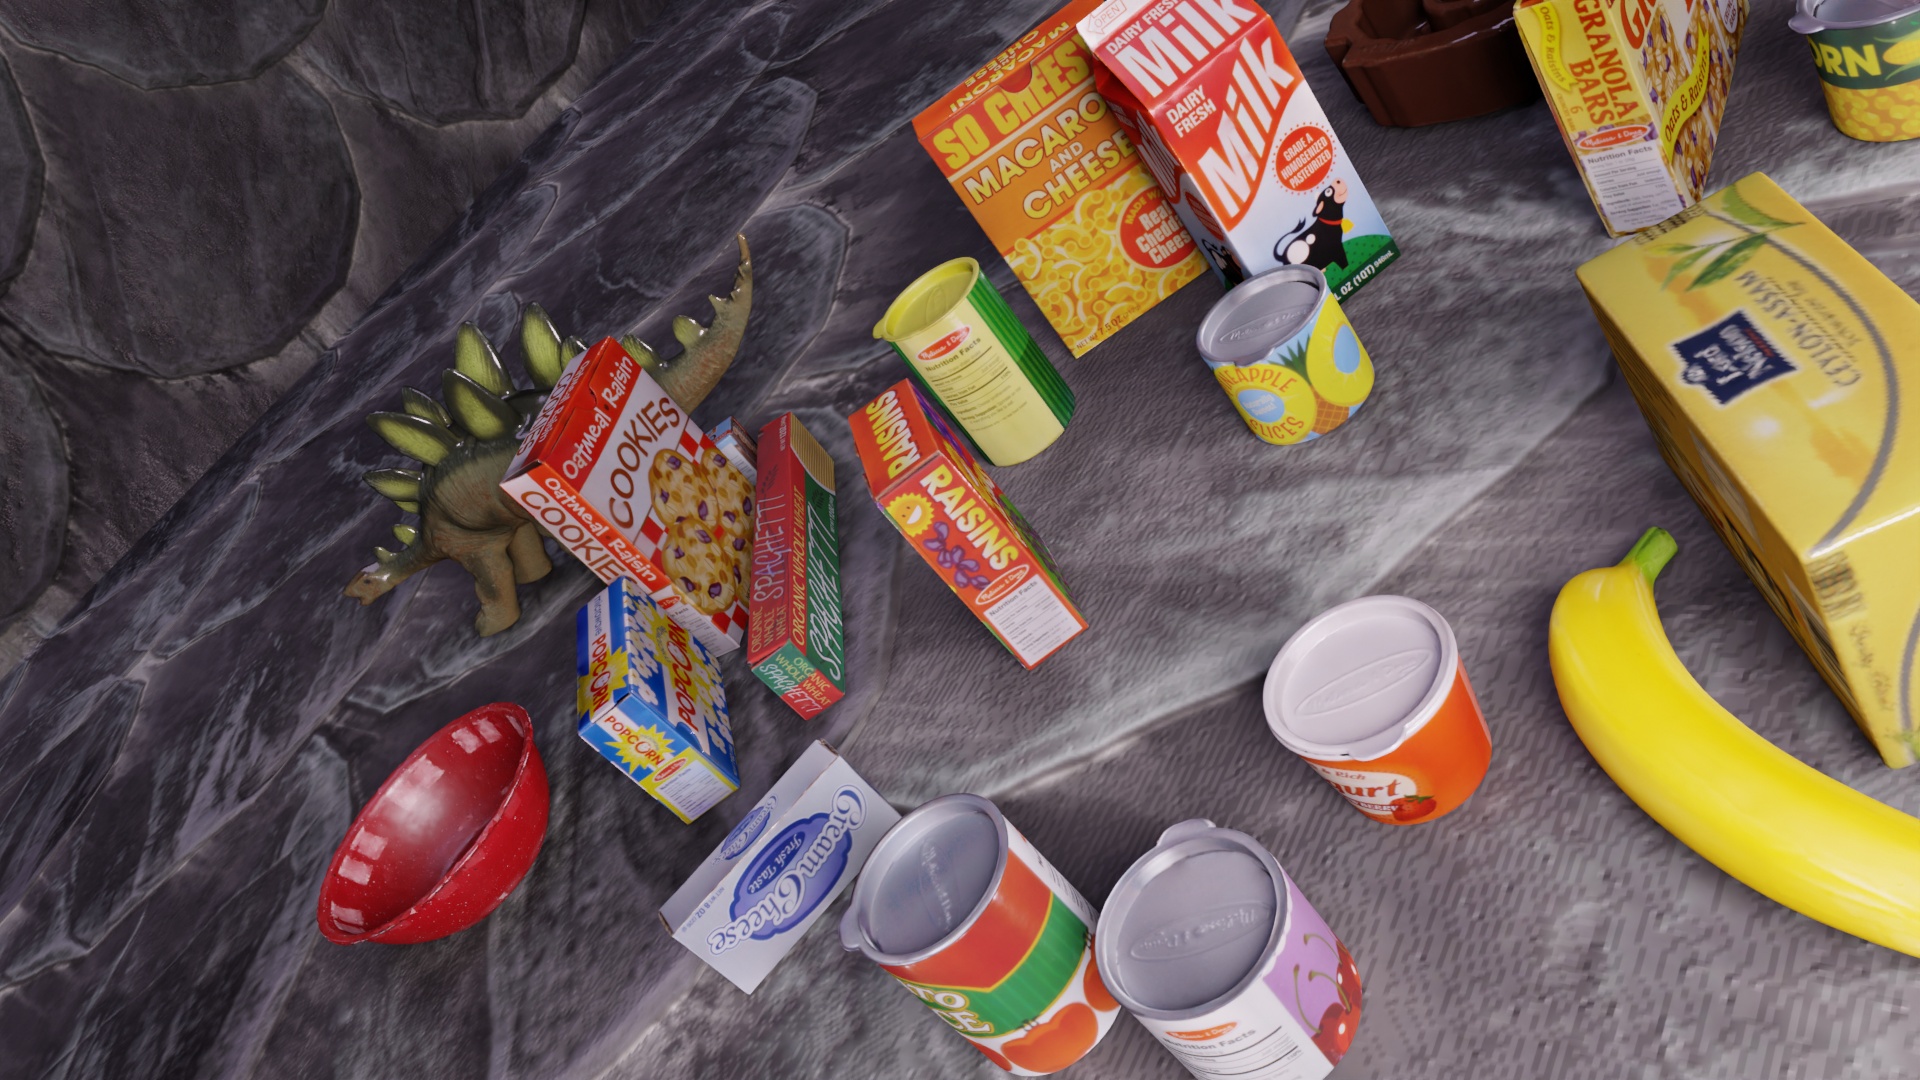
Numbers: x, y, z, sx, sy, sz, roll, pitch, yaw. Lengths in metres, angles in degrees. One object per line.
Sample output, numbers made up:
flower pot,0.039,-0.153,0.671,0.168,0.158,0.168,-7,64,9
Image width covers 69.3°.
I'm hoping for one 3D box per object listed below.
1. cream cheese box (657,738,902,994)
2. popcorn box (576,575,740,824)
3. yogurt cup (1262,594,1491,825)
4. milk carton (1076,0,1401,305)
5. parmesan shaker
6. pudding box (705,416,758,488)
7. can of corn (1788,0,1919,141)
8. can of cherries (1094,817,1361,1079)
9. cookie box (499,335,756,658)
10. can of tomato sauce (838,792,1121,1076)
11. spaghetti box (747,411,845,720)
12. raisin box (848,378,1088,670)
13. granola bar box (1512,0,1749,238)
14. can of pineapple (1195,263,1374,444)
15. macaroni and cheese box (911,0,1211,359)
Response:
cream cheese box,-0.078,0.144,0.616,0.104,0.053,0.024,-47,31,-12
popcorn box,-0.167,0.084,0.761,0.038,0.085,0.127,-37,30,6
yogurt cup,0.146,0.060,0.477,0.072,0.054,0.073,-28,33,20
milk carton,0.135,-0.200,0.693,0.072,0.190,0.074,-39,30,4
parmesan shaker,0.009,-0.098,0.786,0.071,0.103,0.072,-28,32,20
pudding box,-0.178,-0.042,0.971,0.083,0.049,0.030,-34,31,11
can of corn,0.378,-0.202,0.559,0.071,0.058,0.071,-28,33,20
can of cherries,0.086,0.133,0.444,0.071,0.058,0.072,-28,33,20
cookie box,-0.186,-0.024,0.841,0.040,0.167,0.123,-24,34,27
can of tomato sauce,0.010,0.142,0.493,0.071,0.083,0.071,-28,32,20
spaghetti box,-0.097,0.006,0.819,0.028,0.050,0.251,-32,31,14
raisin box,0.002,-0.008,0.656,0.040,0.123,0.086,-36,31,8
granola bar box,0.304,-0.237,0.621,0.039,0.124,0.166,-5,45,45
can of pineapple,0.153,-0.086,0.656,0.071,0.057,0.071,-28,33,20
macaroni and cheese box,0.070,-0.205,0.794,0.123,0.166,0.040,-34,31,11
